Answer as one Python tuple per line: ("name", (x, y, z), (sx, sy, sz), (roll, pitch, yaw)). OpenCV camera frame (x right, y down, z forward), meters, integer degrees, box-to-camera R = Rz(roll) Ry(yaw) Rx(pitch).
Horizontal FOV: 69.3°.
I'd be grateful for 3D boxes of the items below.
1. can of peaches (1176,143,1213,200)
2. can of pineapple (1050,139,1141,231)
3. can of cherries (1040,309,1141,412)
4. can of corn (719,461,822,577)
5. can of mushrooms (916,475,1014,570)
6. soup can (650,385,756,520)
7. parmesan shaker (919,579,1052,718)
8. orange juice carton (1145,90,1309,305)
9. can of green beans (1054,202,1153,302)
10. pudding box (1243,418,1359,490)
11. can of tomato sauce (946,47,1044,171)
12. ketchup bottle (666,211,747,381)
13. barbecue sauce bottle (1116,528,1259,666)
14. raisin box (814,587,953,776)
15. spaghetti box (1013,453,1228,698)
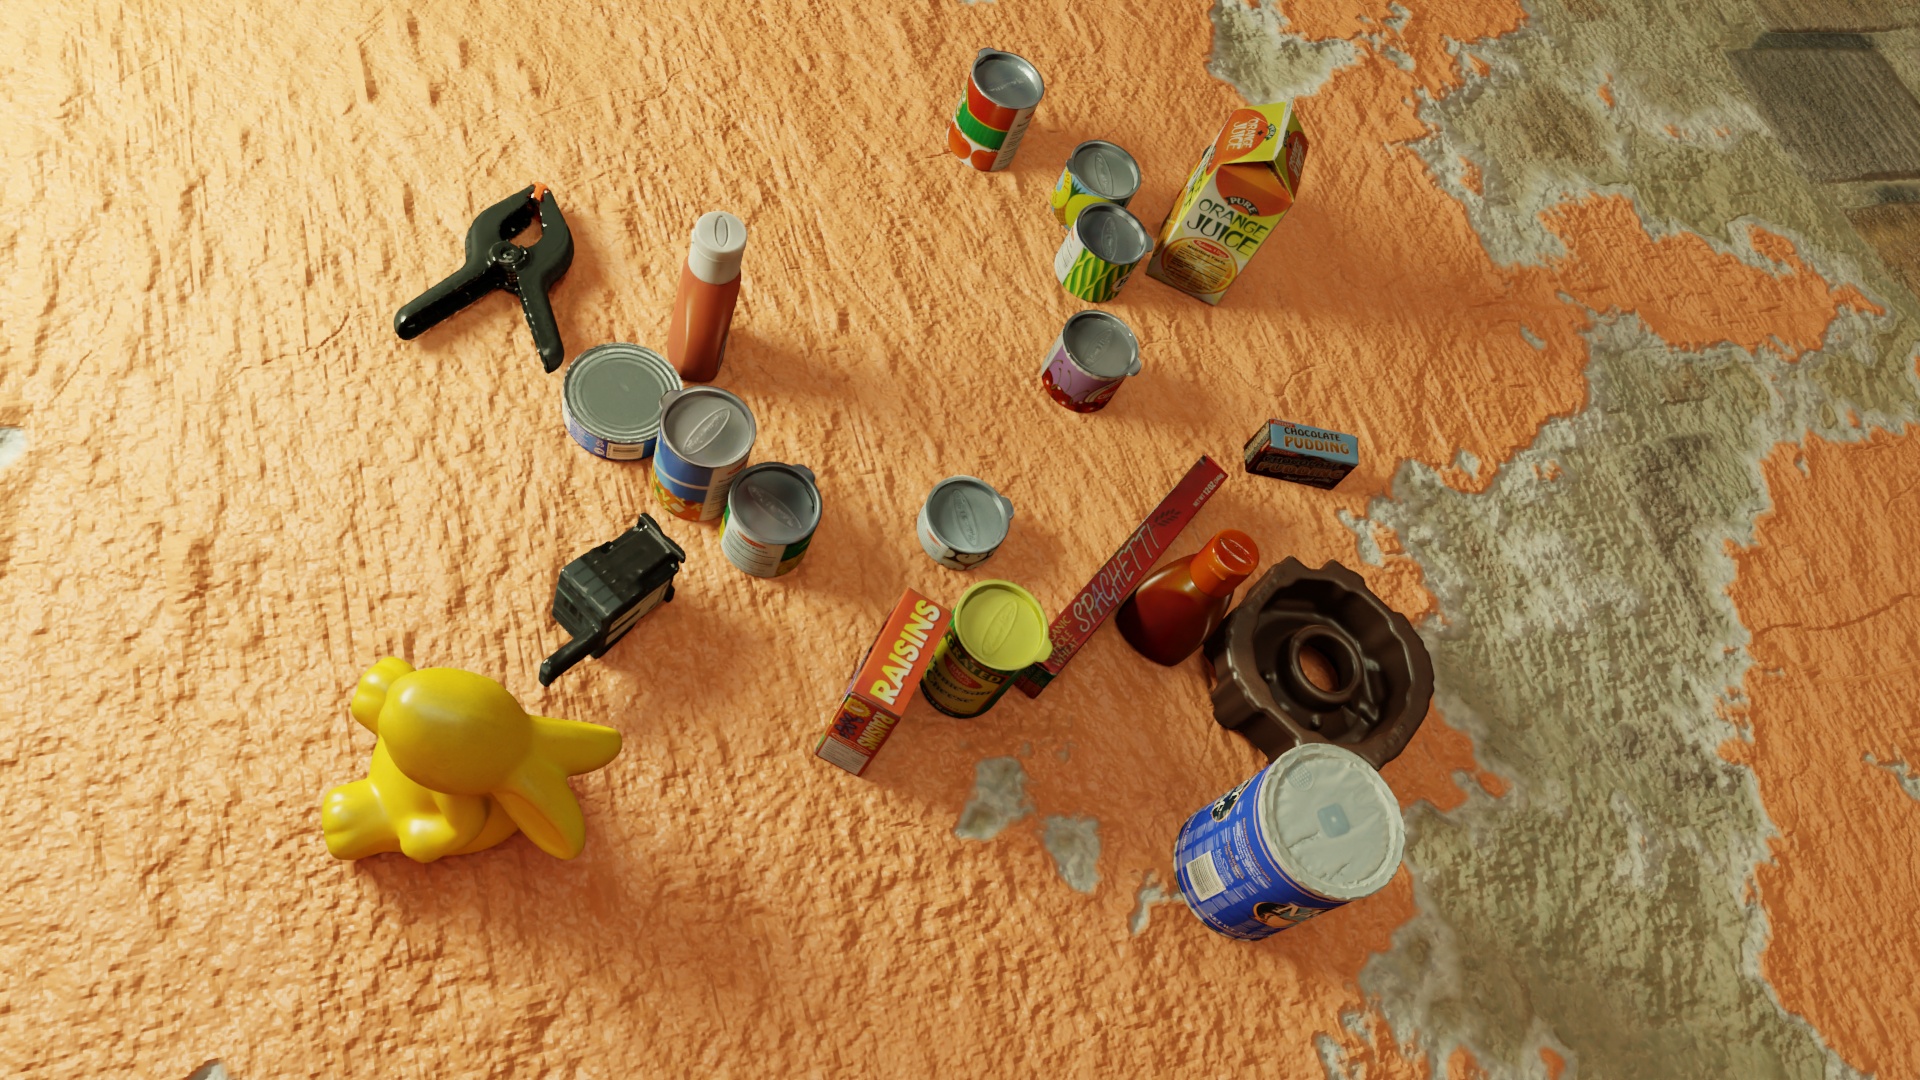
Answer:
("can of peaches", (0.239, -0.323, 1.284), (0.071, 0.057, 0.071), (8, 61, -14))
("can of pineapple", (0.118, -0.314, 1.239), (0.071, 0.057, 0.071), (8, 61, -14))
("can of cherries", (0.108, -0.145, 1.146), (0.071, 0.058, 0.072), (8, 61, -14))
("can of corn", (-0.135, -0.016, 0.998), (0.071, 0.058, 0.071), (8, 61, -14))
("can of mushrooms", (0.004, -0.013, 1.057), (0.071, 0.033, 0.071), (8, 61, -14))
("soup can", (-0.187, -0.063, 0.990), (0.071, 0.083, 0.071), (8, 61, -14))
("parmesan shaker", (0.016, 0.080, 0.971), (0.071, 0.102, 0.071), (8, 61, -14))
("orange juice carton", (0.235, -0.294, 1.188), (0.073, 0.191, 0.072), (24, 59, -5))
("can of green beans", (0.122, -0.249, 1.206), (0.071, 0.057, 0.071), (8, 61, -14))
("pudding box", (0.288, -0.073, 1.173), (0.084, 0.049, 0.030), (11, 61, -13))
("can of tomato sauce", (0.028, -0.380, 1.229), (0.071, 0.082, 0.071), (8, 61, -14))
("ketchup bottle", (-0.185, -0.180, 1.014), (0.043, 0.148, 0.065), (4, 63, -17))
("barbecue sauce bottle", (0.169, 0.040, 1.016), (0.065, 0.147, 0.044), (39, 59, 4))
("raisin box", (-0.053, 0.096, 0.928), (0.040, 0.122, 0.086), (30, 58, -2))
("spaghetti box", (0.124, 0.024, 1.067), (0.029, 0.050, 0.251), (41, 59, 5))
